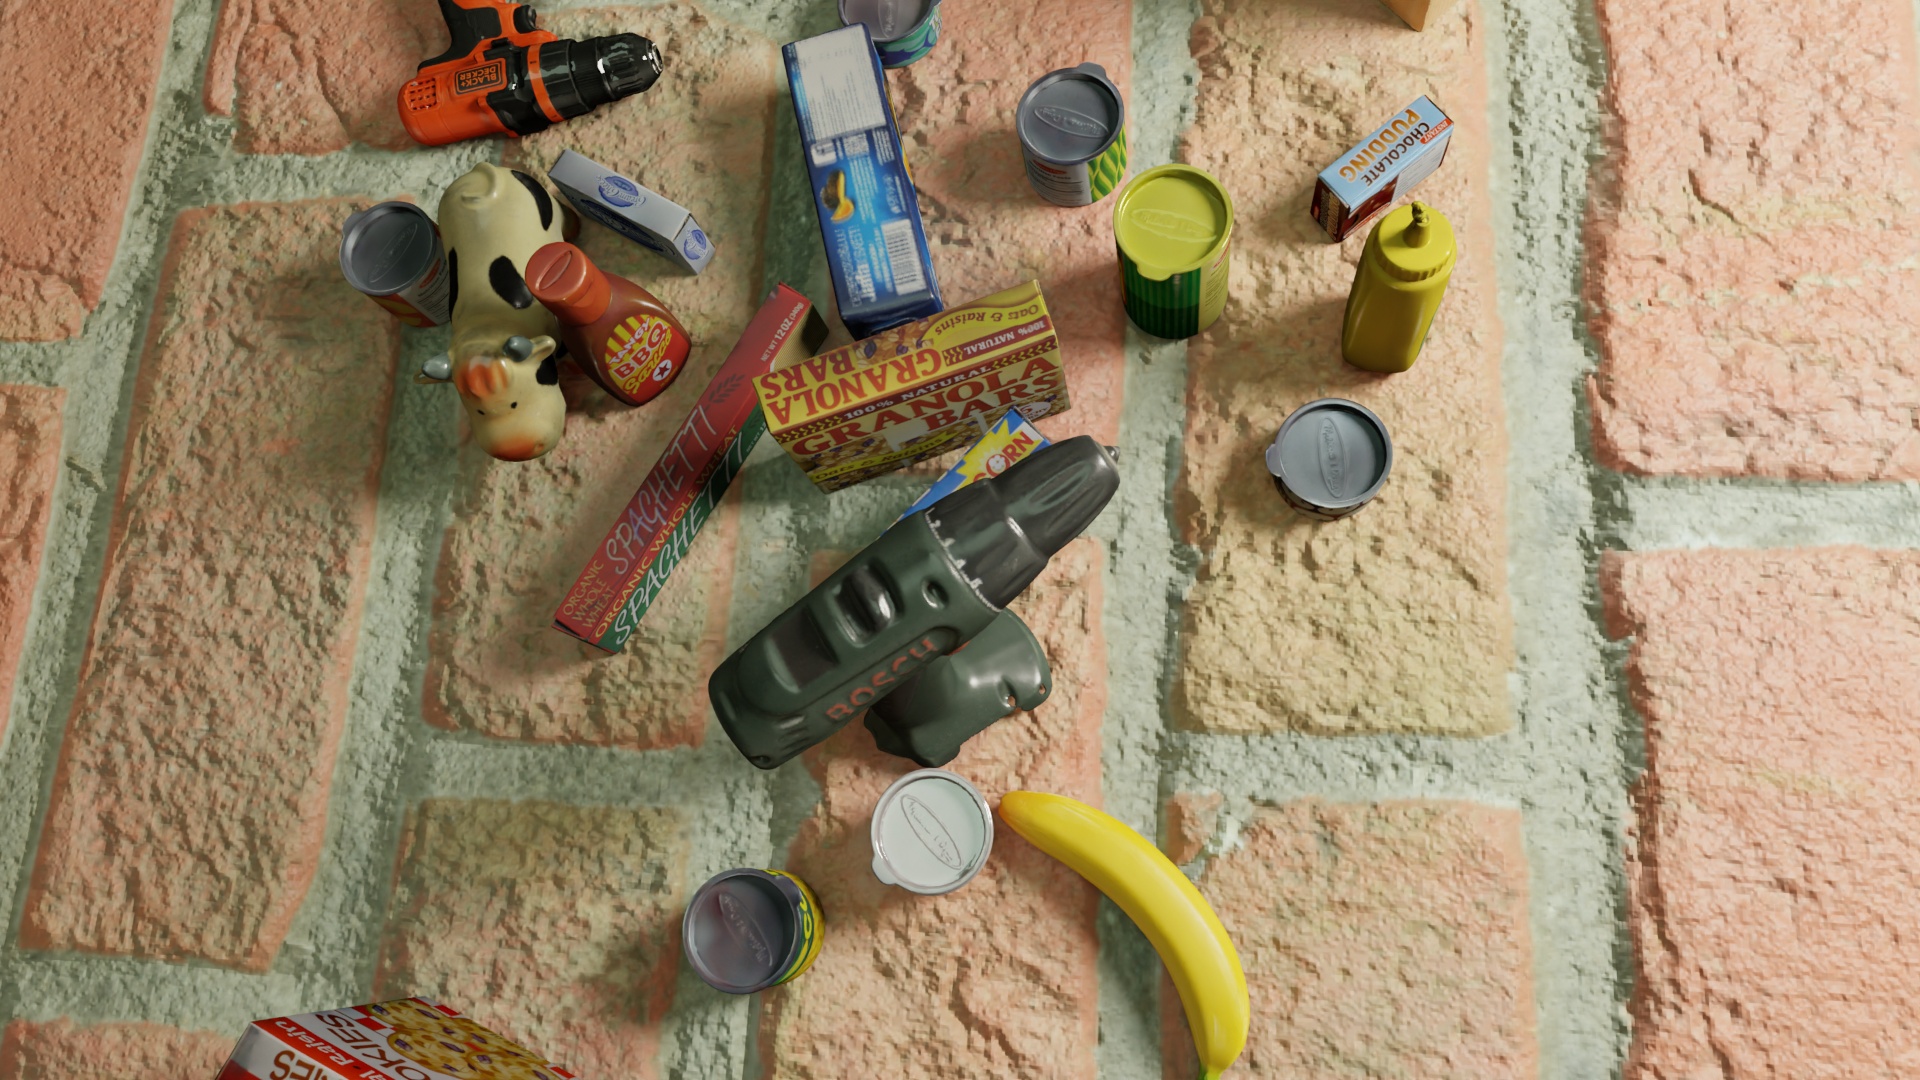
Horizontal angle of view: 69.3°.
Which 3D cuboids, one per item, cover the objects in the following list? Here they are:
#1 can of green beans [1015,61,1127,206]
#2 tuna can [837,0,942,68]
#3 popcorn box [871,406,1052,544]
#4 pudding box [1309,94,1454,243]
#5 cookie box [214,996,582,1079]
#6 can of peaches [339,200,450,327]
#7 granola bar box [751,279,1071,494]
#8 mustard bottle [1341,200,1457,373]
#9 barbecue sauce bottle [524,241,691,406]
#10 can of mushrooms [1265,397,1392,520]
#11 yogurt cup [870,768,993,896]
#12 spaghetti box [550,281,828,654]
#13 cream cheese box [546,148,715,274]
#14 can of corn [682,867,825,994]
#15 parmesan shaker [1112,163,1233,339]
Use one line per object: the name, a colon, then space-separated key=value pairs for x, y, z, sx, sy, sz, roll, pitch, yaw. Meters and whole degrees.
can of green beans: x=0.071 y=-0.251 z=0.868 sx=0.071 sy=0.057 sz=0.071 roll=-2 pitch=76 yaw=8
tuna can: x=-0.044 y=-0.351 z=0.924 sx=0.071 sy=0.032 sz=0.071 roll=-2 pitch=76 yaw=8
popcorn box: x=0.003 y=-0.010 z=0.803 sx=0.127 sy=0.085 sz=0.038 roll=-44 pitch=74 yaw=-4
pudding box: x=0.253 y=-0.223 z=0.837 sx=0.084 sy=0.049 sz=0.030 roll=-38 pitch=74 yaw=-2
cookie box: x=-0.283 y=0.289 z=0.727 sx=0.123 sy=0.167 sz=0.040 roll=22 pitch=81 yaw=13
can of peaches: x=-0.365 y=-0.182 z=0.916 sx=0.071 sy=0.058 sz=0.071 roll=-2 pitch=76 yaw=8
granola bar box: x=-0.022 y=-0.084 z=0.805 sx=0.165 sy=0.124 sz=0.039 roll=-19 pitch=74 yaw=4
mustard bottle: x=0.241 y=-0.143 z=0.761 sx=0.049 sy=0.160 sz=0.065 roll=13 pitch=79 yaw=12
barbecue sauce bottle: x=-0.212 y=-0.131 z=0.833 sx=0.044 sy=0.148 sz=0.065 roll=38 pitch=85 yaw=15
can of mushrooms: x=0.212 y=-0.047 z=0.807 sx=0.071 sy=0.033 sz=0.071 roll=-2 pitch=76 yaw=8
yogurt cup: x=-0.012 y=0.164 z=0.777 sx=0.072 sy=0.054 sz=0.072 roll=-2 pitch=76 yaw=8
spaghetti box: x=-0.163 y=-0.043 z=0.855 sx=0.029 sy=0.050 sz=0.250 roll=30 pitch=82 yaw=14
cream cheese box: x=-0.213 y=-0.213 z=0.904 sx=0.104 sy=0.053 sz=0.024 roll=29 pitch=82 yaw=14
can of corn: x=-0.112 y=0.215 z=0.777 sx=0.071 sy=0.058 sz=0.071 roll=-2 pitch=76 yaw=8
parmesan shaker: x=0.123 y=-0.164 z=0.814 sx=0.071 sy=0.103 sz=0.071 roll=-2 pitch=76 yaw=8
